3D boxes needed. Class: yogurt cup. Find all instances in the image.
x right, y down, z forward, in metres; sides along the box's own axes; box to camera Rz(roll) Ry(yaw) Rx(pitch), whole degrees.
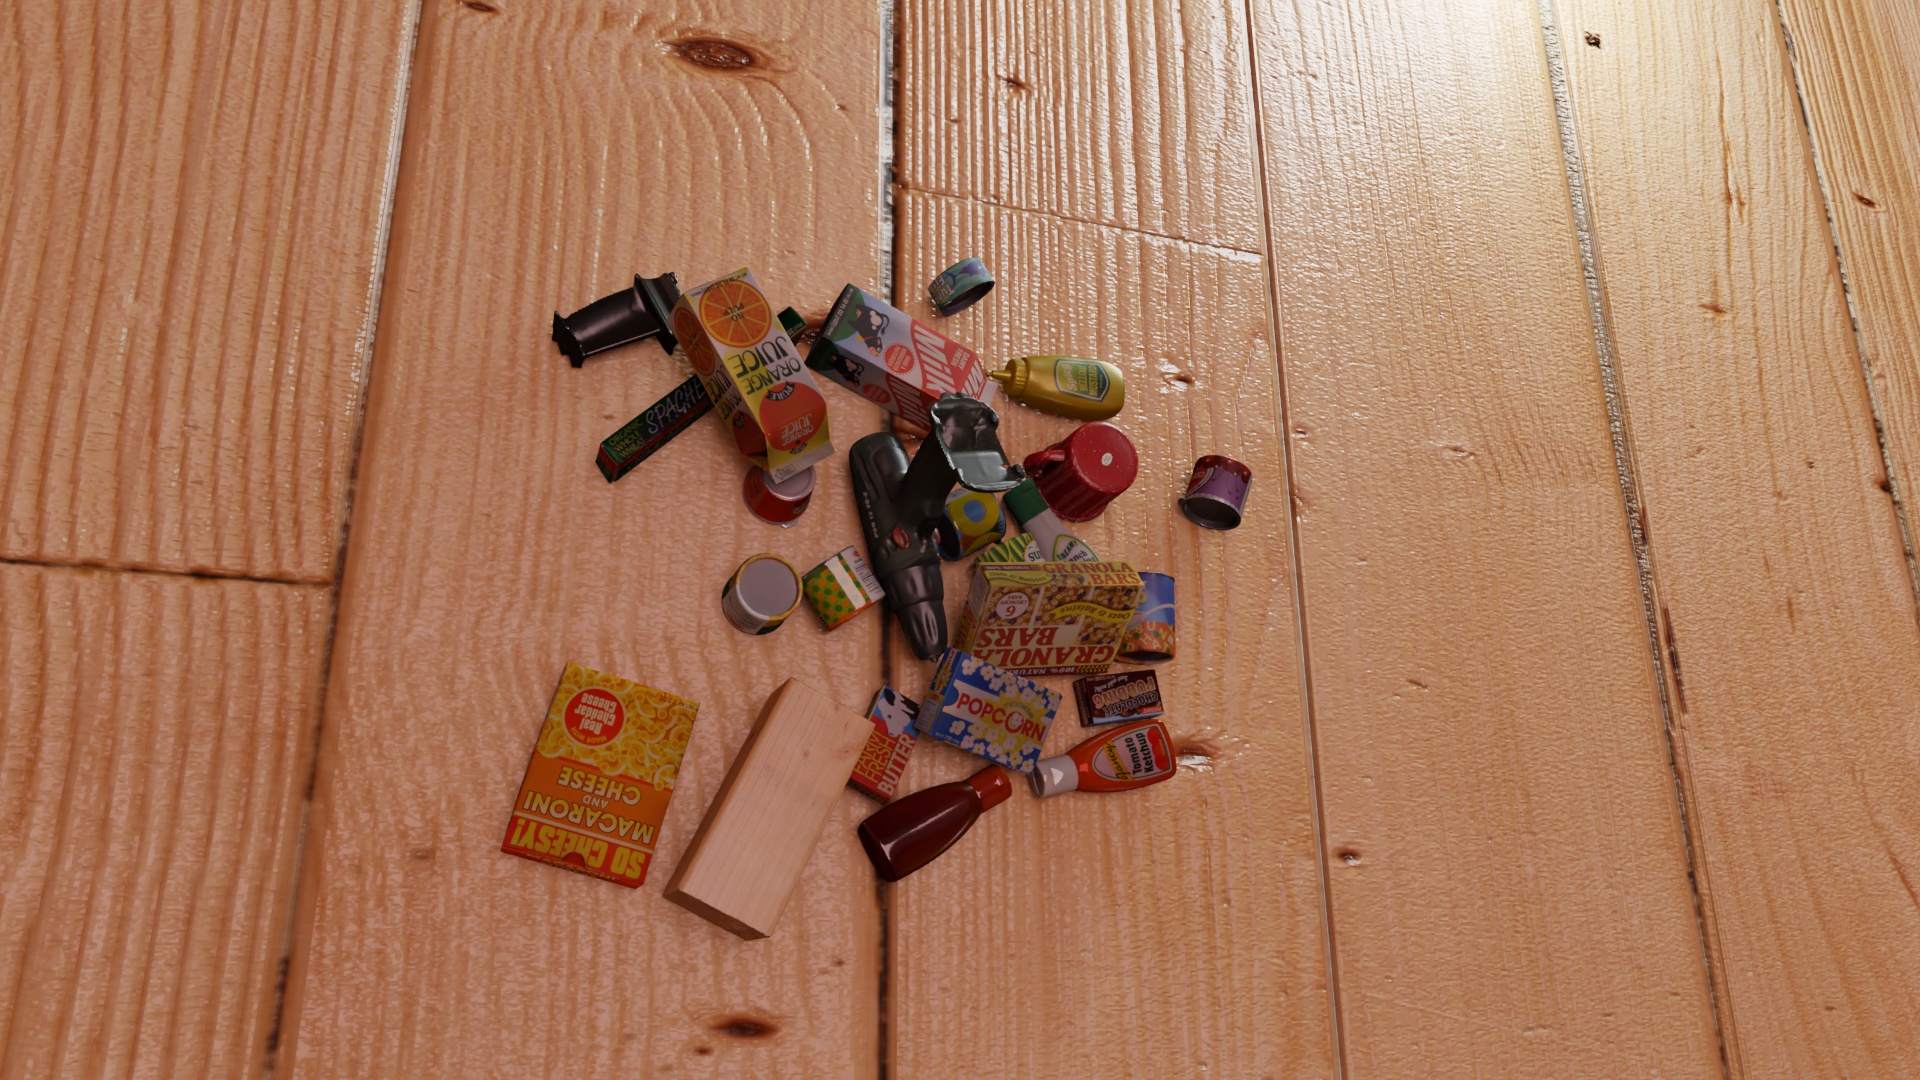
[{"bbox_3d":[-0.173,-0.055,1.347,0.072,0.053,0.072,7,69,-19],"label":"yogurt cup"}]

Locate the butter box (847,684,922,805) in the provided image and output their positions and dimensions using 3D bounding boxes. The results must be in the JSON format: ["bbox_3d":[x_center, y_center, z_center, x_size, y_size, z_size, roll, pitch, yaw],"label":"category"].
[{"bbox_3d":[-0.073,0.193,1.309,0.053,0.024,0.104,31,53,-9],"label":"butter box"}]

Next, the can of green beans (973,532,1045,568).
[{"bbox_3d":[0.055,0.031,1.401,0.071,0.071,0.058,-22,81,-26],"label":"can of green beans"}]

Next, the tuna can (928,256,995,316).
[{"bbox_3d":[-0.001,-0.271,1.482,0.071,0.071,0.033,-28,83,-27],"label":"tuna can"}]

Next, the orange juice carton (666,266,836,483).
[{"bbox_3d":[-0.192,-0.151,1.305,0.072,0.072,0.192,-29,89,-28],"label":"orange juice carton"}]

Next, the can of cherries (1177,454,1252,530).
[{"bbox_3d":[0.279,-0.054,1.519,0.071,0.071,0.058,27,65,-11],"label":"can of cherries"}]

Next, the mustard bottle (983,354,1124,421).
[{"bbox_3d":[0.098,-0.169,1.496,0.160,0.048,0.065,6,69,-20],"label":"mustard bottle"}]

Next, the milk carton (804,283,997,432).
[{"bbox_3d":[-0.055,-0.177,1.425,0.190,0.073,0.072,27,65,-12],"label":"milk carton"}]

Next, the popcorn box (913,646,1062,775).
[{"bbox_3d":[0.028,0.164,1.332,0.126,0.038,0.085,26,84,-29],"label":"popcorn box"}]

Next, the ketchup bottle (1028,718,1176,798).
[{"bbox_3d":[0.140,0.223,1.383,0.149,0.043,0.065,-10,78,-24],"label":"ketchup bottle"}]

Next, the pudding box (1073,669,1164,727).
[{"bbox_3d":[0.162,0.161,1.419,0.084,0.030,0.050,-4,75,-23],"label":"pudding box"}]

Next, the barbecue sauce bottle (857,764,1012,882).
[{"bbox_3d":[-0.020,0.259,1.306,0.149,0.043,0.065,-25,76,-28],"label":"barbecue sauce bottle"}]

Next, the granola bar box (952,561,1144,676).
[{"bbox_3d":[0.085,0.079,1.366,0.166,0.123,0.039,0,39,-22],"label":"granola bar box"}]

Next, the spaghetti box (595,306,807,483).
[{"bbox_3d":[-0.250,-0.144,1.349,0.028,0.050,0.251,48,62,0],"label":"spaghetti box"}]

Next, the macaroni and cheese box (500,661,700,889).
[{"bbox_3d":[-0.312,0.204,1.210,0.124,0.040,0.167,20,66,-14],"label":"macaroni and cheese box"}]

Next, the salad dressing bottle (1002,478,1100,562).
[{"bbox_3d":[0.097,0.006,1.439,0.064,0.044,0.147,-32,86,-26],"label":"salad dressing bottle"}]

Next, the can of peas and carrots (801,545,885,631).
[{"bbox_3d":[-0.116,0.047,1.330,0.071,0.070,0.059,-33,87,-27],"label":"can of peas and carrots"}]

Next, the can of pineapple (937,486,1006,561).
[{"bbox_3d":[0.005,-0.018,1.398,0.058,0.070,0.071,-27,84,-26],"label":"can of pineapple"}]

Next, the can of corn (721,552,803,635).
[{"bbox_3d":[-0.184,0.048,1.304,0.071,0.058,0.071,7,70,-20],"label":"can of corn"}]

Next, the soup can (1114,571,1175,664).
[{"bbox_3d":[0.187,0.080,1.436,0.071,0.071,0.084,9,70,-19],"label":"soup can"}]
